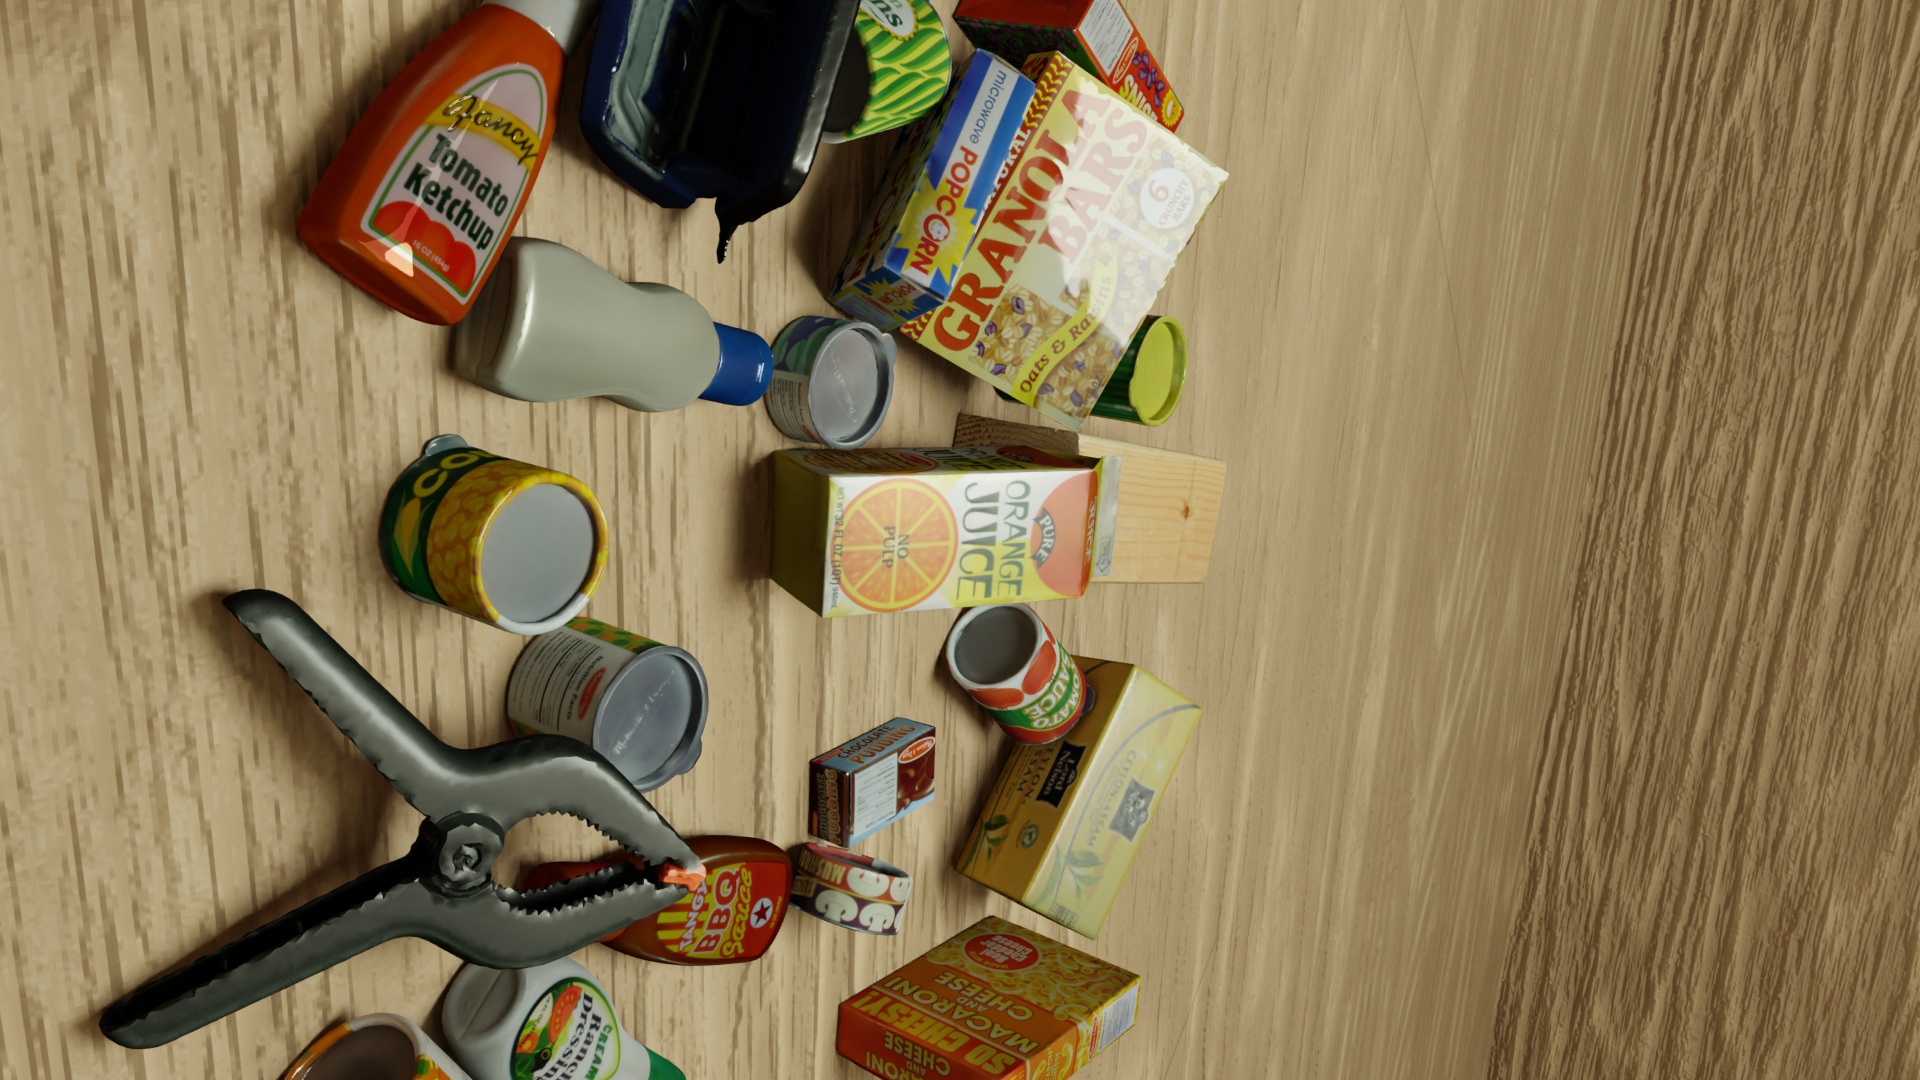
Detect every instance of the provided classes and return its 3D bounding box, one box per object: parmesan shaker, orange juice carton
[{"bbox_3d":[0.076,-0.108,0.846,0.071,0.103,0.071,-24,121,-50],"label":"parmesan shaker"},{"bbox_3d":[0.003,-0.009,0.733,0.193,0.073,0.071,-3,105,-28],"label":"orange juice carton"}]

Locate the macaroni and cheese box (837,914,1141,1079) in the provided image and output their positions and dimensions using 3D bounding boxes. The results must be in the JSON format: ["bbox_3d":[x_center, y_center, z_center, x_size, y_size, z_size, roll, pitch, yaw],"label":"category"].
[{"bbox_3d":[0.022,0.305,0.891,0.167,0.124,0.040,-11,109,-53],"label":"macaroni and cheese box"}]

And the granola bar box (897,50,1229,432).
[{"bbox_3d":[0.052,-0.161,0.762,0.124,0.039,0.165,27,97,-24],"label":"granola bar box"}]

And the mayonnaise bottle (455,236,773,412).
[{"bbox_3d":[-0.142,-0.085,0.595,0.148,0.041,0.064,6,98,-57],"label":"mayonnaise bottle"}]

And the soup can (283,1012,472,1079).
[{"bbox_3d":[-0.227,0.243,0.560,0.072,0.071,0.083,-51,138,-32],"label":"soup can"}]

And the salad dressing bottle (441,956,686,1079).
[{"bbox_3d":[-0.179,0.239,0.649,0.064,0.044,0.147,-64,145,-27],"label":"salad dressing bottle"}]

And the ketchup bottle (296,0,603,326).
[{"bbox_3d":[-0.179,-0.156,0.513,0.064,0.043,0.149,44,64,-52],"label":"ketchup bottle"}]

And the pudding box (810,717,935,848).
[{"bbox_3d":[-0.050,0.141,0.815,0.084,0.030,0.049,-19,116,-52],"label":"pudding box"}]

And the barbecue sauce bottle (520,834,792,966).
[{"bbox_3d":[-0.146,0.175,0.676,0.148,0.044,0.065,21,85,-56],"label":"barbecue sauce bottle"}]

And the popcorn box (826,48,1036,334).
[{"bbox_3d":[-0.016,-0.175,0.703,0.038,0.085,0.127,27,77,-21],"label":"popcorn box"}]

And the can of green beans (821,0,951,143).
[{"bbox_3d":[-0.048,-0.227,0.659,0.058,0.071,0.071,-32,127,-46],"label":"can of green beans"}]

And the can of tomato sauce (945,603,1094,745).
[{"bbox_3d":[0.038,0.084,0.887,0.071,0.071,0.083,-63,143,-20],"label":"can of tomato sauce"}]

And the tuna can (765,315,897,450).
[{"bbox_3d":[-0.065,-0.083,0.712,0.071,0.033,0.070,-25,121,-50],"label":"tuna can"}]

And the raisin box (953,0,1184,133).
[{"bbox_3d":[0.064,-0.269,0.788,0.123,0.086,0.040,37,77,-54],"label":"raisin box"}]

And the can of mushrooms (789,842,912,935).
[{"bbox_3d":[-0.064,0.196,0.782,0.071,0.071,0.033,26,80,-56],"label":"can of mushrooms"}]

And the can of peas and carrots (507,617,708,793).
[{"bbox_3d":[-0.154,0.073,0.615,0.071,0.059,0.070,-26,122,-49],"label":"can of peas and carrots"}]

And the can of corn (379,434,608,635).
[{"bbox_3d":[-0.183,-0.003,0.547,0.071,0.058,0.071,-25,121,-50],"label":"can of corn"}]
